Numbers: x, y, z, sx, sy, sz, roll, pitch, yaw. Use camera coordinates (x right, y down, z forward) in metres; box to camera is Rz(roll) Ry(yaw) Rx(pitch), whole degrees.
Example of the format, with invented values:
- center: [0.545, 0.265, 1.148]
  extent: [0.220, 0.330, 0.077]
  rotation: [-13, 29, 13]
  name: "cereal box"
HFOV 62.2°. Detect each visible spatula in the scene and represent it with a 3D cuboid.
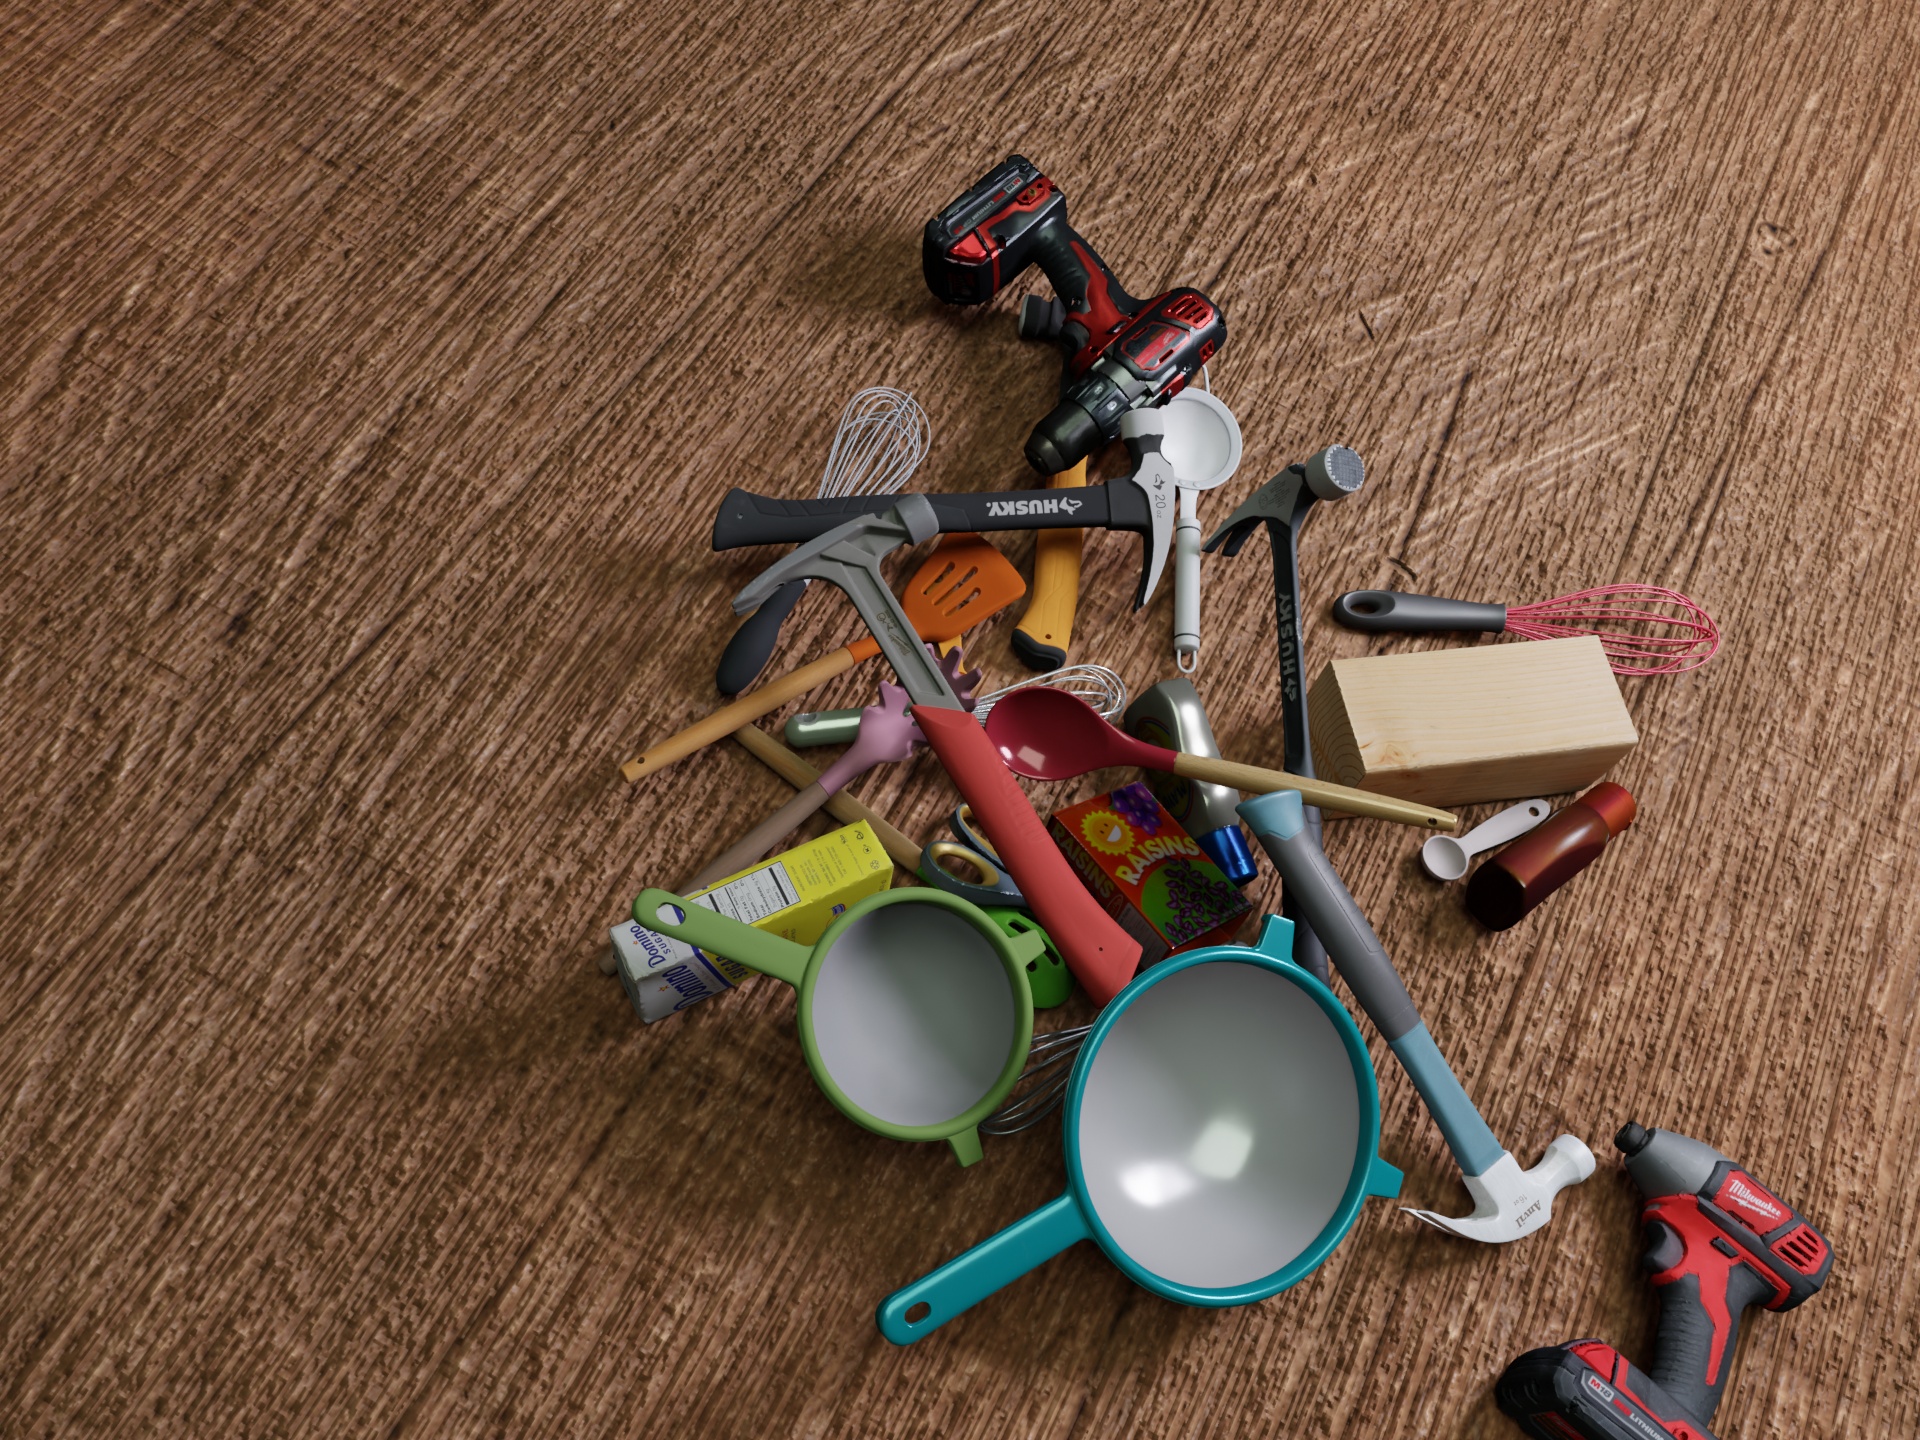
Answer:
- center: [-0.099, -0.041, 1.122]
  extent: [0.322, 0.041, 0.081]
  rotation: [-30, 63, -26]
  name: "spatula"

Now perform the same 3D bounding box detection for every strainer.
- center: [0.174, -0.155, 1.228]
  extent: [0.087, 0.050, 0.259]
  rotation: [8, 68, -12]
  name: "strainer"
- center: [-0.082, 0.161, 0.965]
  extent: [0.256, 0.069, 0.151]
  rotation: [24, 68, -14]
  name: "strainer"
- center: [0.091, 0.270, 0.964]
  extent: [0.340, 0.095, 0.211]
  rotation: [-26, 94, -18]
  name: "strainer"

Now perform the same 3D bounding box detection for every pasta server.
- center: [-0.113, 0.061, 1.057]
  extent: [0.316, 0.040, 0.060]
  rotation: [-40, 82, -13]
  name: "pasta server"

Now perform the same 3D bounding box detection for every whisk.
- center: [-0.105, -0.136, 1.174]
  extent: [0.070, 0.070, 0.285]
  rotation: [27, 68, 6]
  name: "whisk"
- center: [0.434, -0.076, 1.218]
  extent: [0.296, 0.073, 0.073]
  rotation: [4, 63, 1]
  name: "whisk"
- center: [-0.002, -0.004, 1.126]
  extent: [0.246, 0.059, 0.058]
  rotation: [-6, 28, -8]
  name: "whisk"
- center: [0.098, 0.203, 1.039]
  extent: [0.239, 0.055, 0.055]
  rotation: [-25, 70, -24]
  name: "whisk"

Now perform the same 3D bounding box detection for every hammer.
- center: [0.090, -0.188, 1.236]
  extent: [0.127, 0.034, 0.337]
  rotation: [10, 63, -2]
  name: "hammer"
- center: [-0.010, -0.143, 1.140]
  extent: [0.334, 0.035, 0.146]
  rotation: [-4, 83, -7]
  name: "hammer"
- center: [0.278, 0.186, 1.022]
  extent: [0.128, 0.033, 0.331]
  rotation: [-32, 91, -22]
  name: "hammer"
- center: [-0.001, 0.030, 1.036]
  extent: [0.149, 0.036, 0.359]
  rotation: [-30, 80, -7]
  name: "hammer"
- center: [0.229, 0.023, 1.104]
  extent: [0.036, 0.149, 0.409]
  rotation: [8, 74, -27]
  name: "hammer"

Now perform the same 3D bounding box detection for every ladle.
- center: [0.169, 0.033, 1.059]
  extent: [0.315, 0.069, 0.031]
  rotation: [13, 21, 16]
  name: "ladle"

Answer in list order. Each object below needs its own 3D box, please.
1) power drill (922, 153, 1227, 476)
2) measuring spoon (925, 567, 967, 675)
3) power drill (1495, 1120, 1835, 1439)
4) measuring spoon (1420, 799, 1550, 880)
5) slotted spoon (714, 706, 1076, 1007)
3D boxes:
- center: [0.068, -0.309, 1.232]
  extent: [0.188, 0.080, 0.227]
  rotation: [-42, 75, -11]
  name: "power drill"
- center: [-0.010, -0.068, 1.177]
  extent: [0.021, 0.011, 0.117]
  rotation: [-12, 62, 2]
  name: "measuring spoon"
- center: [0.436, 0.362, 0.990]
  extent: [0.143, 0.078, 0.220]
  rotation: [40, 62, 11]
  name: "power drill"
- center: [0.381, 0.086, 1.154]
  extent: [0.124, 0.018, 0.034]
  rotation: [-22, 68, -25]
  name: "measuring spoon"
- center: [-0.047, 0.085, 1.085]
  extent: [0.314, 0.031, 0.070]
  rotation: [36, 51, 12]
  name: "slotted spoon"
